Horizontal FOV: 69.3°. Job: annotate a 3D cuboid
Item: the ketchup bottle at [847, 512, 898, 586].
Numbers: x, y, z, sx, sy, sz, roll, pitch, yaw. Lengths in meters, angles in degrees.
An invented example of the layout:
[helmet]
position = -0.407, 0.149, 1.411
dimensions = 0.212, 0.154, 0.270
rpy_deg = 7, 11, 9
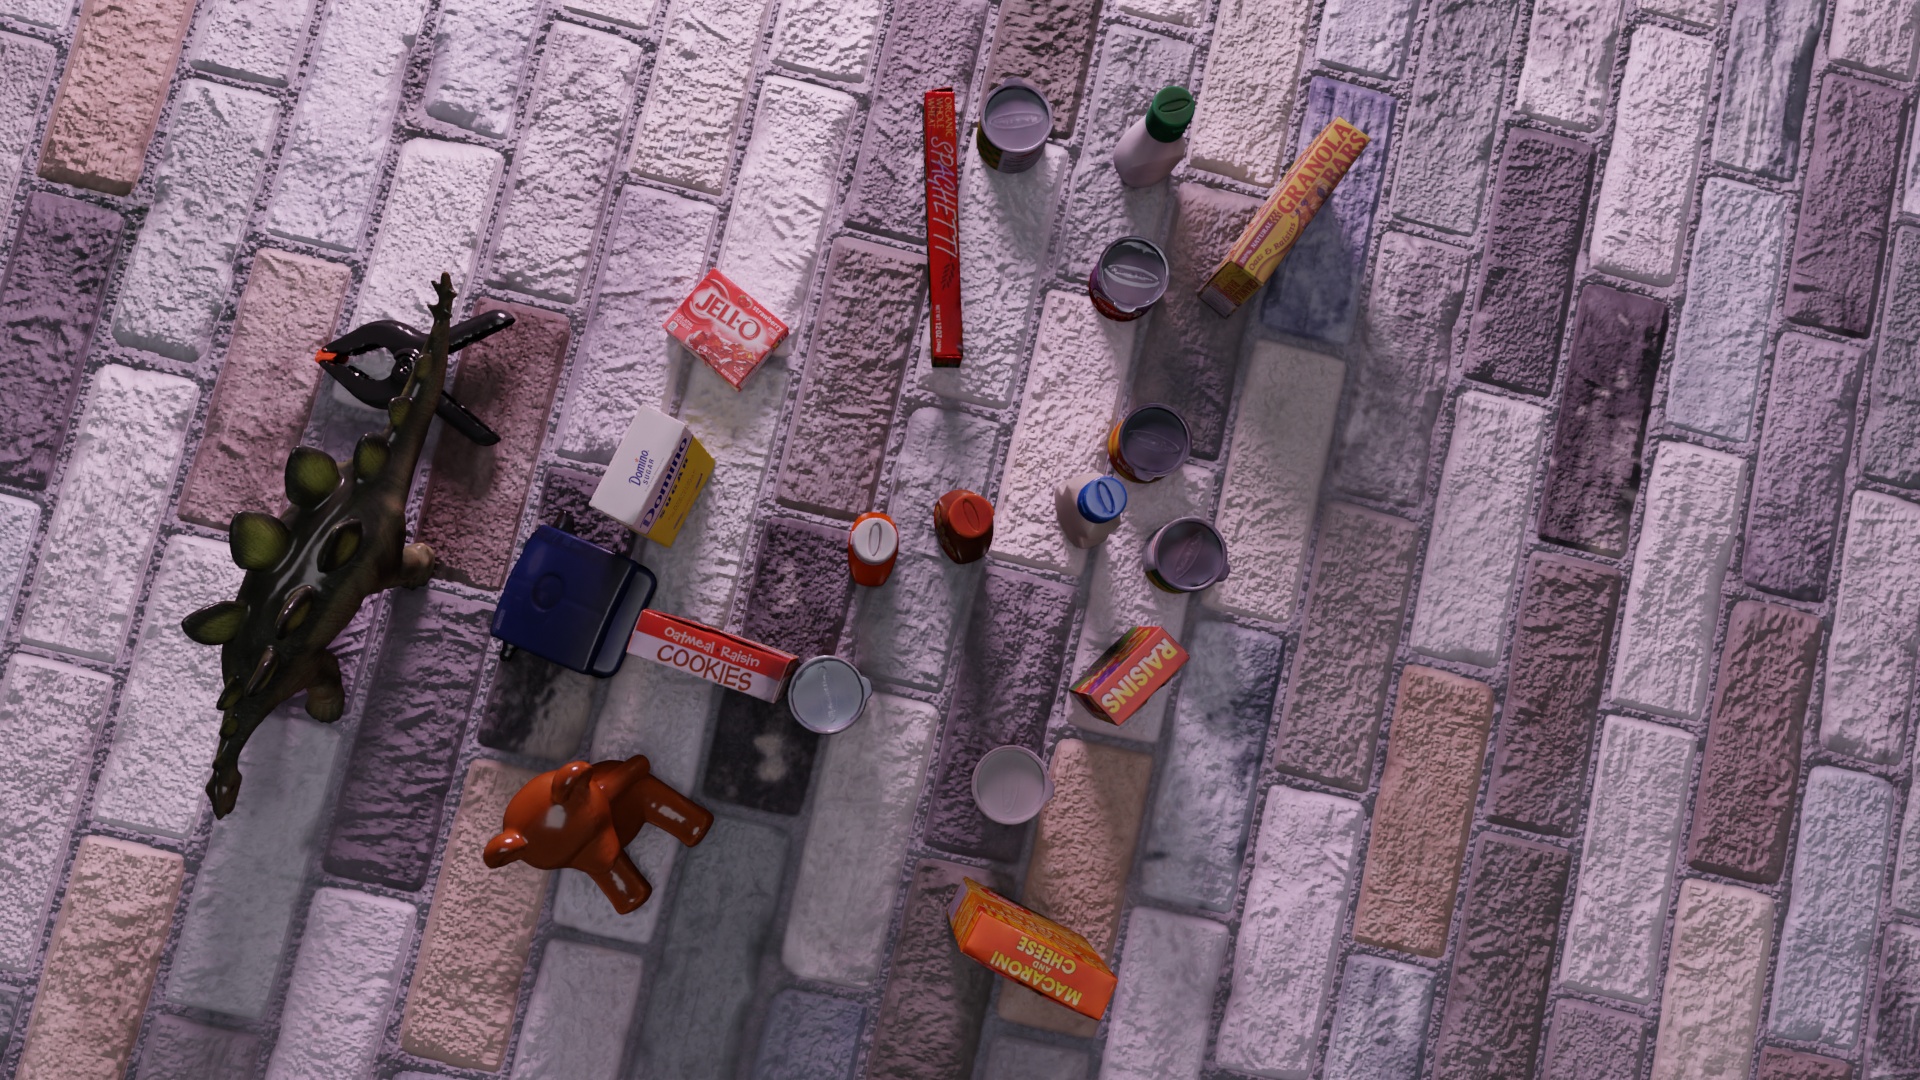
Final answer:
[ketchup bottle]
position = -0.075, 0.005, 1.185
dimensions = 0.043, 0.148, 0.065
rpy_deg = 7, 85, -4

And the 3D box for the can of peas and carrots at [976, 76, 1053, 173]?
[can of peas and carrots]
position = 0.048, -0.379, 1.272
dimensions = 0.071, 0.058, 0.071
rpy_deg = 0, 85, -4

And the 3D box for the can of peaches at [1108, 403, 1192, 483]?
[can of peaches]
position = 0.169, -0.084, 1.256
dimensions = 0.071, 0.058, 0.071
rpy_deg = 0, 85, -4

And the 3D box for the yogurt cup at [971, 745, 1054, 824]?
[yogurt cup]
position = 0.042, 0.213, 1.223
dimensions = 0.072, 0.054, 0.072
rpy_deg = 0, 85, -4

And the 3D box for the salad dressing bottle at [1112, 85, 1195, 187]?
[salad dressing bottle]
position = 0.175, -0.358, 1.235
dimensions = 0.064, 0.147, 0.044
rpy_deg = -15, 87, -5

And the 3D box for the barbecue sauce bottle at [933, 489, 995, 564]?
[barbecue sauce bottle]
position = 0.004, -0.015, 1.192
dimensions = 0.044, 0.148, 0.065
rpy_deg = -20, 87, -5

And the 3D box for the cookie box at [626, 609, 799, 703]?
[cookie box]
position = -0.201, 0.095, 1.158
dimensions = 0.123, 0.167, 0.040
rpy_deg = 19, 85, -3

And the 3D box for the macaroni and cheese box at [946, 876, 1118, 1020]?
[macaroni and cheese box]
position = 0.056, 0.337, 1.157
dimensions = 0.124, 0.166, 0.040
rpy_deg = 27, 84, -2

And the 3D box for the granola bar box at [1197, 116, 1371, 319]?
[granola bar box]
position = 0.287, -0.288, 1.249
dimensions = 0.039, 0.124, 0.166
rpy_deg = 37, 84, -1

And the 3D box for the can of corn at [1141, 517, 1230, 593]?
[can of corn]
position = 0.203, 0.016, 1.250
dimensions = 0.071, 0.058, 0.071
rpy_deg = 0, 85, -4

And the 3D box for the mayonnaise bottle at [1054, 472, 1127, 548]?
[mayonnaise bottle]
position = 0.114, -0.029, 1.202
dimensions = 0.041, 0.148, 0.065
rpy_deg = -21, 87, -5

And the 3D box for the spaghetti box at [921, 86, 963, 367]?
[spaghetti box]
position = -0.016, -0.283, 1.263
dimensions = 0.029, 0.050, 0.250
rpy_deg = -2, 85, -4

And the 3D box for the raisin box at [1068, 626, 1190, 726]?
[raisin box]
position = 0.144, 0.117, 1.204
dimensions = 0.086, 0.123, 0.040
rpy_deg = -43, 90, -6

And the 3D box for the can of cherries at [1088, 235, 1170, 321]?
[can of cherries]
position = 0.152, -0.235, 1.268
dimensions = 0.071, 0.058, 0.071
rpy_deg = 0, 85, -4

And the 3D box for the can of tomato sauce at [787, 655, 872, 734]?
[can of tomato sauce]
position = -0.112, 0.132, 1.204
dimensions = 0.071, 0.083, 0.071
rpy_deg = 0, 85, -4
